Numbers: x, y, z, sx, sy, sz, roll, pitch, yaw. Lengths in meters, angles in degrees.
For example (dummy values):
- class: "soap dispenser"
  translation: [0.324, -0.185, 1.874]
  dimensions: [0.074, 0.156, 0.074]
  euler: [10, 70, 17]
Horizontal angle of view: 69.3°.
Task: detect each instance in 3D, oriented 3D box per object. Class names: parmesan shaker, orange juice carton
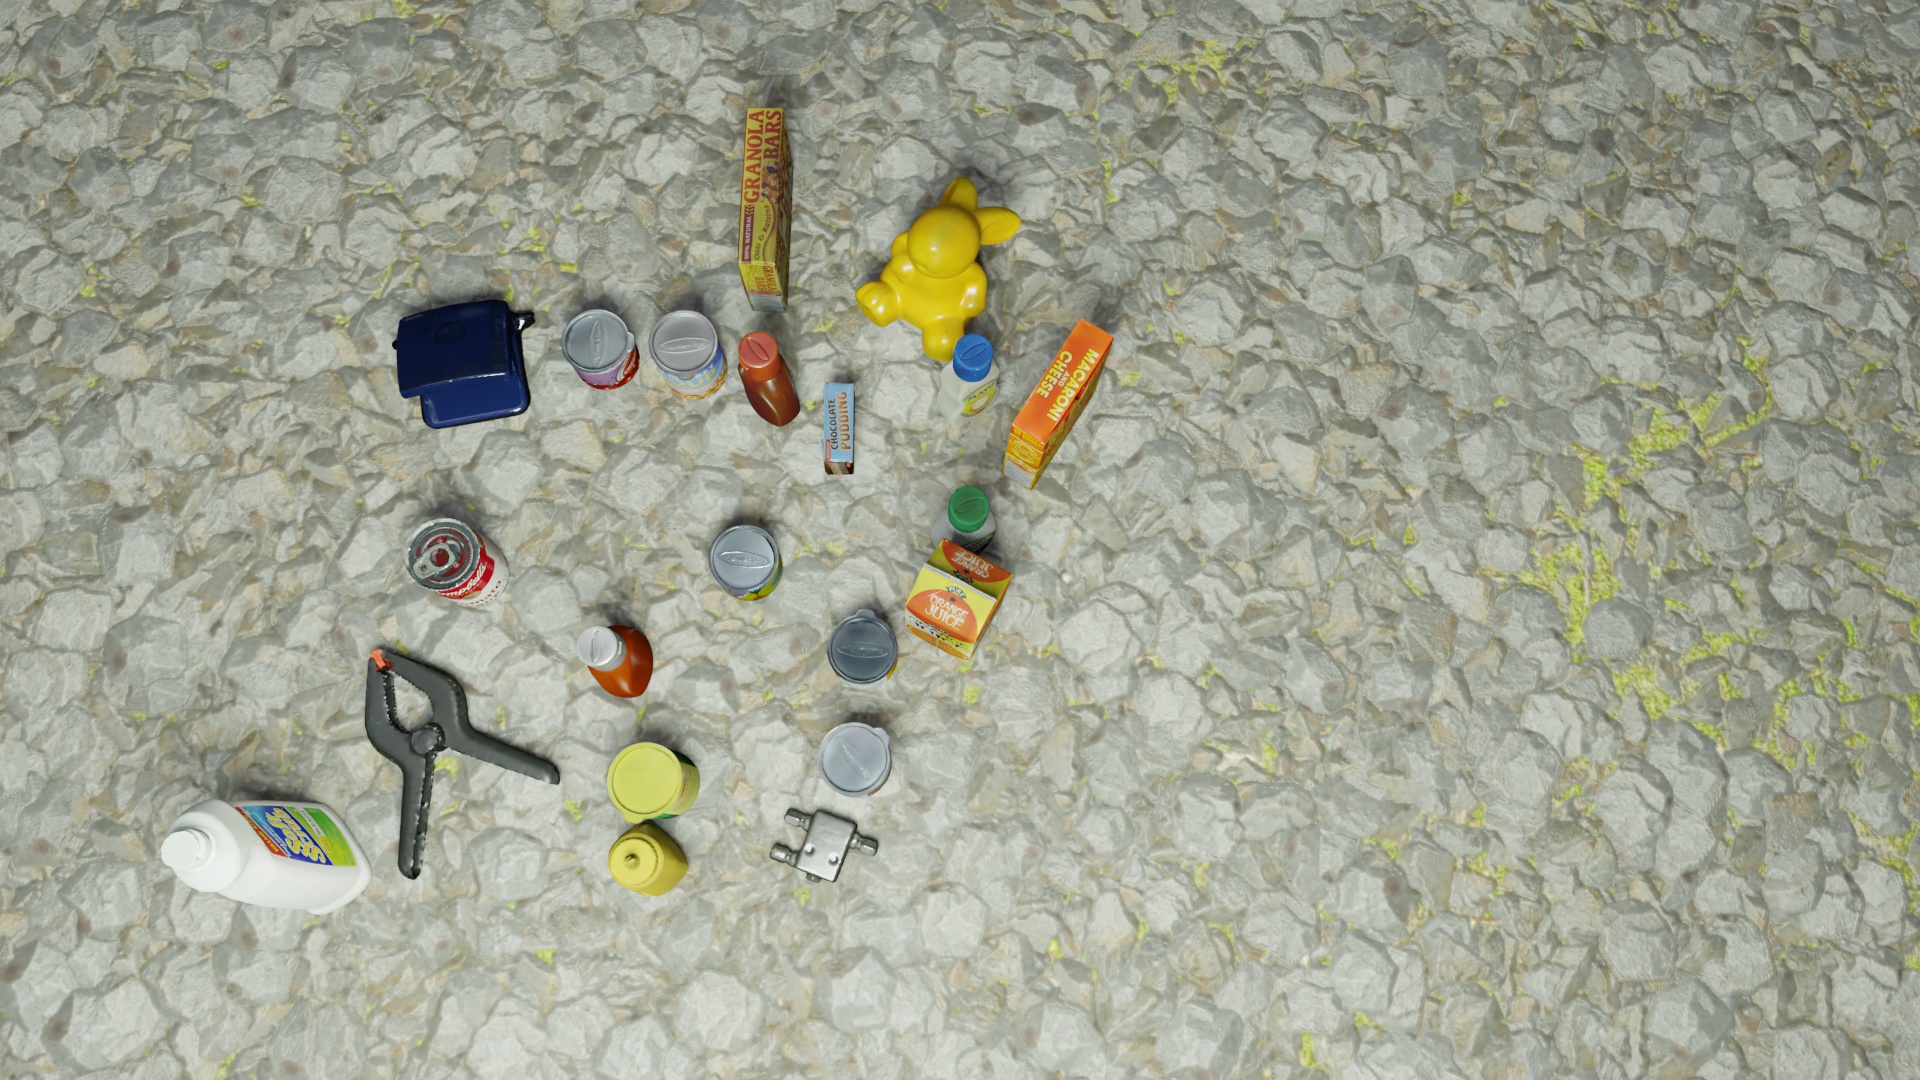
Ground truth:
- class: "parmesan shaker"
  translation: [-0.280, 0.223, 1.267]
  dimensions: [0.071, 0.103, 0.071]
  euler: [0, 78, -2]
- class: "orange juice carton"
  translation: [-0.003, 0.055, 1.271]
  dimensions: [0.072, 0.192, 0.073]
  euler: [28, 78, 4]

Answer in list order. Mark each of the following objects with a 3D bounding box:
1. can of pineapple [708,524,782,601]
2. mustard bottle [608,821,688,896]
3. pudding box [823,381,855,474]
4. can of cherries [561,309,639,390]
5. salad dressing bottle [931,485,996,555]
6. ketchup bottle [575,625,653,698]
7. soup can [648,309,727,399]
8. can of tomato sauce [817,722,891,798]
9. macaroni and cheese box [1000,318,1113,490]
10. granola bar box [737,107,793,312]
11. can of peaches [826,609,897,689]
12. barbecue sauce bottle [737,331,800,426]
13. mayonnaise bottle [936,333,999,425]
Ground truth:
- class: "can of pineapple"
  translation: [-0.207, 0.024, 1.339]
  dimensions: [0.071, 0.057, 0.071]
  euler: [0, 77, -2]
- class: "mustard bottle"
  translation: [-0.281, 0.282, 1.225]
  dimensions: [0.049, 0.160, 0.065]
  euler: [-43, 82, -10]
- class: "pudding box"
  translation: [-0.120, -0.111, 1.378]
  dimensions: [0.030, 0.049, 0.084]
  euler: [0, 77, -2]
- class: "can of cherries"
  translation: [-0.355, -0.188, 1.382]
  dimensions: [0.071, 0.058, 0.071]
  euler: [0, 77, -2]
- class: "salad dressing bottle"
  translation: [0.005, -0.016, 1.310]
  dimensions: [0.064, 0.147, 0.044]
  euler: [-22, 79, -6]
- class: "ketchup bottle"
  translation: [-0.315, 0.106, 1.270]
  dimensions: [0.043, 0.148, 0.065]
  euler: [2, 78, -2]
- class: "soup can"
  translation: [-0.267, -0.179, 1.370]
  dimensions: [0.071, 0.083, 0.071]
  euler: [0, 77, -2]
- class: "can of tomato sauce"
  translation: [-0.096, 0.204, 1.289]
  dimensions: [0.071, 0.083, 0.071]
  euler: [0, 77, -2]
- class: "macaroni and cheese box"
  translation: [0.091, -0.126, 1.329]
  dimensions: [0.040, 0.166, 0.124]
  euler: [32, 78, 5]
- class: "granola bar box"
  translation: [-0.194, -0.327, 1.386]
  dimensions: [0.039, 0.124, 0.166]
  euler: [1, 77, -2]
- class: "can of peaches"
  translation: [-0.092, 0.105, 1.325]
  dimensions: [0.071, 0.058, 0.071]
  euler: [0, 77, -2]
- class: "barbecue sauce bottle"
  translation: [-0.187, -0.158, 1.335]
  dimensions: [0.044, 0.148, 0.065]
  euler: [-40, 82, -9]
- class: "mayonnaise bottle"
  translation: [0.009, -0.157, 1.343]
  dimensions: [0.065, 0.147, 0.041]
  euler: [-33, 81, -9]
